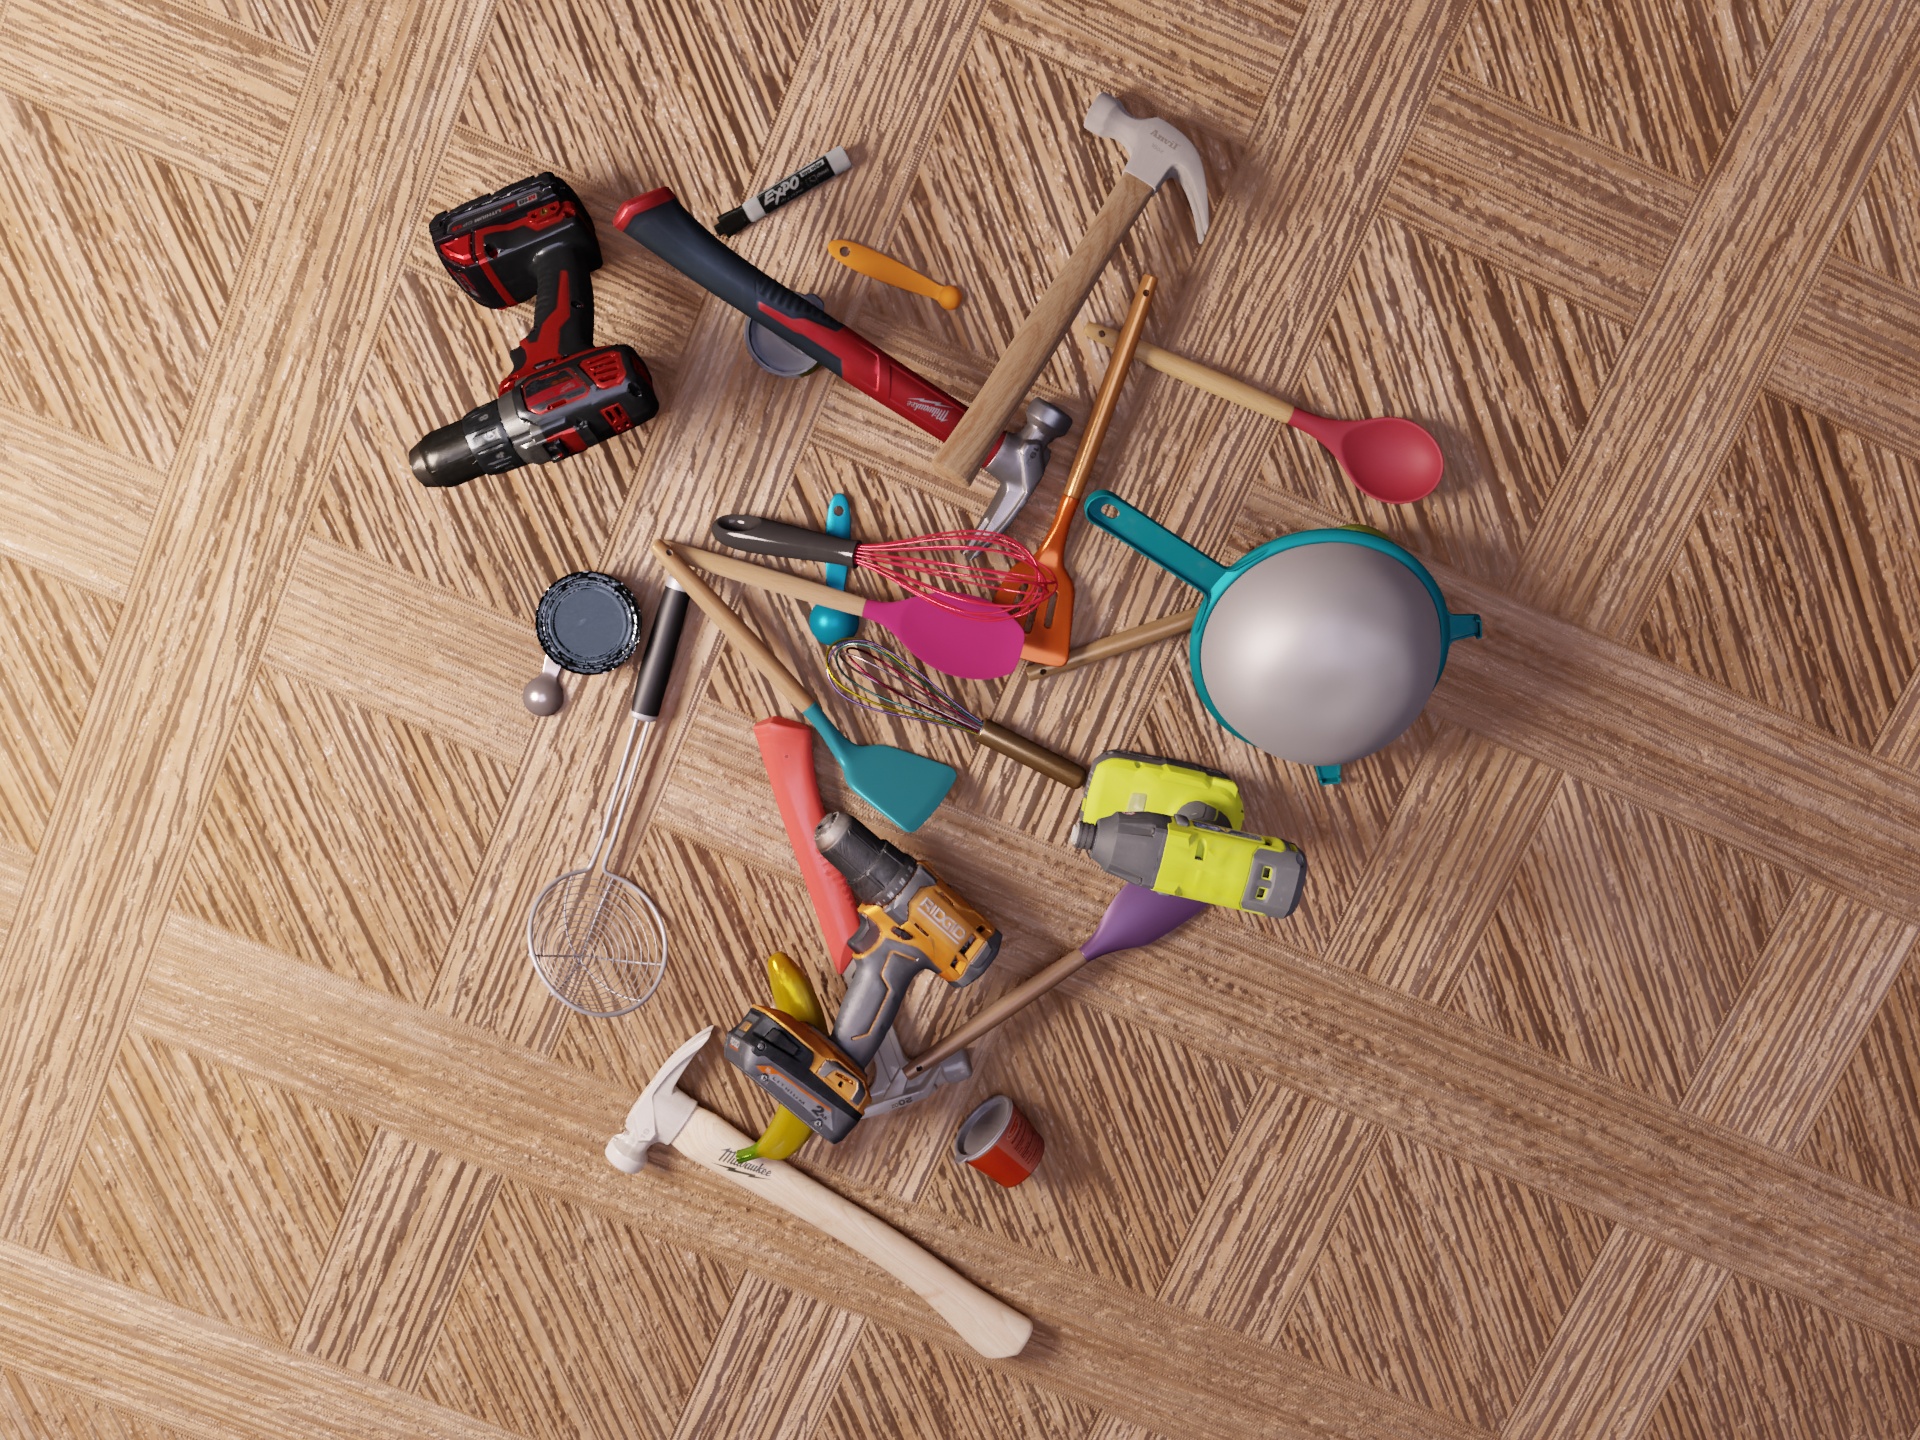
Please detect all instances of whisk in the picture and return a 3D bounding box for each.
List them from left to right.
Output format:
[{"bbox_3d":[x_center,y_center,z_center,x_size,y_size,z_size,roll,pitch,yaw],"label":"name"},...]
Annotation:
[{"bbox_3d":[-0.065,-0.130,1.281,0.296,0.073,0.073,12,100,14],"label":"whisk"},{"bbox_3d":[-0.001,-0.006,1.336,0.245,0.047,0.051,27,122,-10],"label":"whisk"}]

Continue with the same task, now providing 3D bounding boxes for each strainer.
[{"bbox_3d":[0.240,-0.071,1.252,0.340,0.095,0.211,31,118,-16],"label":"strainer"}]

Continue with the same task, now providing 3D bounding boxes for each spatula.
[{"bbox_3d":[-0.137,-0.035,1.317,0.317,0.082,0.044,47,140,-10],"label":"spatula"},{"bbox_3d":[0.083,0.215,1.370,0.316,0.018,0.059,-34,98,-4],"label":"spatula"},{"bbox_3d":[0.100,-0.204,1.295,0.081,0.041,0.322,19,104,-3],"label":"spatula"}]

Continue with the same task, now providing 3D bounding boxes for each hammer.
[{"bbox_3d":[-0.114,0.170,1.368,0.149,0.037,0.359,-18,100,3],"label":"hammer"},{"bbox_3d":[-0.100,-0.273,1.232,0.386,0.038,0.143,29,99,-24],"label":"hammer"},{"bbox_3d":[-0.105,0.435,1.415,0.410,0.038,0.146,34,97,-7],"label":"hammer"},{"bbox_3d":[0.081,-0.324,1.239,0.130,0.031,0.331,32,85,4],"label":"hammer"}]

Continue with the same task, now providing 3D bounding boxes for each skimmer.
[{"bbox_3d":[-0.267,0.061,1.320,0.127,0.090,0.363,12,98,-36],"label":"skimmer"}]

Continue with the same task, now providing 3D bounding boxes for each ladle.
[{"bbox_3d":[0.208,-0.086,1.317,0.320,0.062,0.078,-19,110,5],"label":"ladle"},{"bbox_3d":[0.246,-0.259,1.302,0.315,0.031,0.069,23,96,-3],"label":"ladle"}]

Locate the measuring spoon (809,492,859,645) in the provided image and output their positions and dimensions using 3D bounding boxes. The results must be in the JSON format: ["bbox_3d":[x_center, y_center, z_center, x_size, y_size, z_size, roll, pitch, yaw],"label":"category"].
[{"bbox_3d":[-0.104,-0.124,1.322,0.042,0.021,0.128,3,102,-1],"label":"measuring spoon"}]

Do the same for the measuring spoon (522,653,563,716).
[{"bbox_3d":[-0.339,-0.061,1.334,0.034,0.018,0.124,19,98,-4],"label":"measuring spoon"}]

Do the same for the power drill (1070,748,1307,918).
[{"bbox_3d":[0.165,0.087,1.260,0.171,0.223,0.080,13,99,-3],"label":"power drill"}]

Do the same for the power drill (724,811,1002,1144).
[{"bbox_3d":[-0.095,0.204,1.300,0.185,0.084,0.226,44,73,-15],"label":"power drill"}]

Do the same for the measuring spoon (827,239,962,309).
[{"bbox_3d":[-0.053,-0.362,1.287,0.117,0.011,0.021,23,99,-4],"label":"measuring spoon"}]

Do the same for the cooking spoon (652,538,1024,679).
[{"bbox_3d":[-0.103,-0.100,1.309,0.319,0.017,0.069,17,83,4],"label":"cooking spoon"}]

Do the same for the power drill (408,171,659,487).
[{"bbox_3d":[-0.340,-0.287,1.207,0.188,0.080,0.227,-21,65,3],"label":"power drill"}]
